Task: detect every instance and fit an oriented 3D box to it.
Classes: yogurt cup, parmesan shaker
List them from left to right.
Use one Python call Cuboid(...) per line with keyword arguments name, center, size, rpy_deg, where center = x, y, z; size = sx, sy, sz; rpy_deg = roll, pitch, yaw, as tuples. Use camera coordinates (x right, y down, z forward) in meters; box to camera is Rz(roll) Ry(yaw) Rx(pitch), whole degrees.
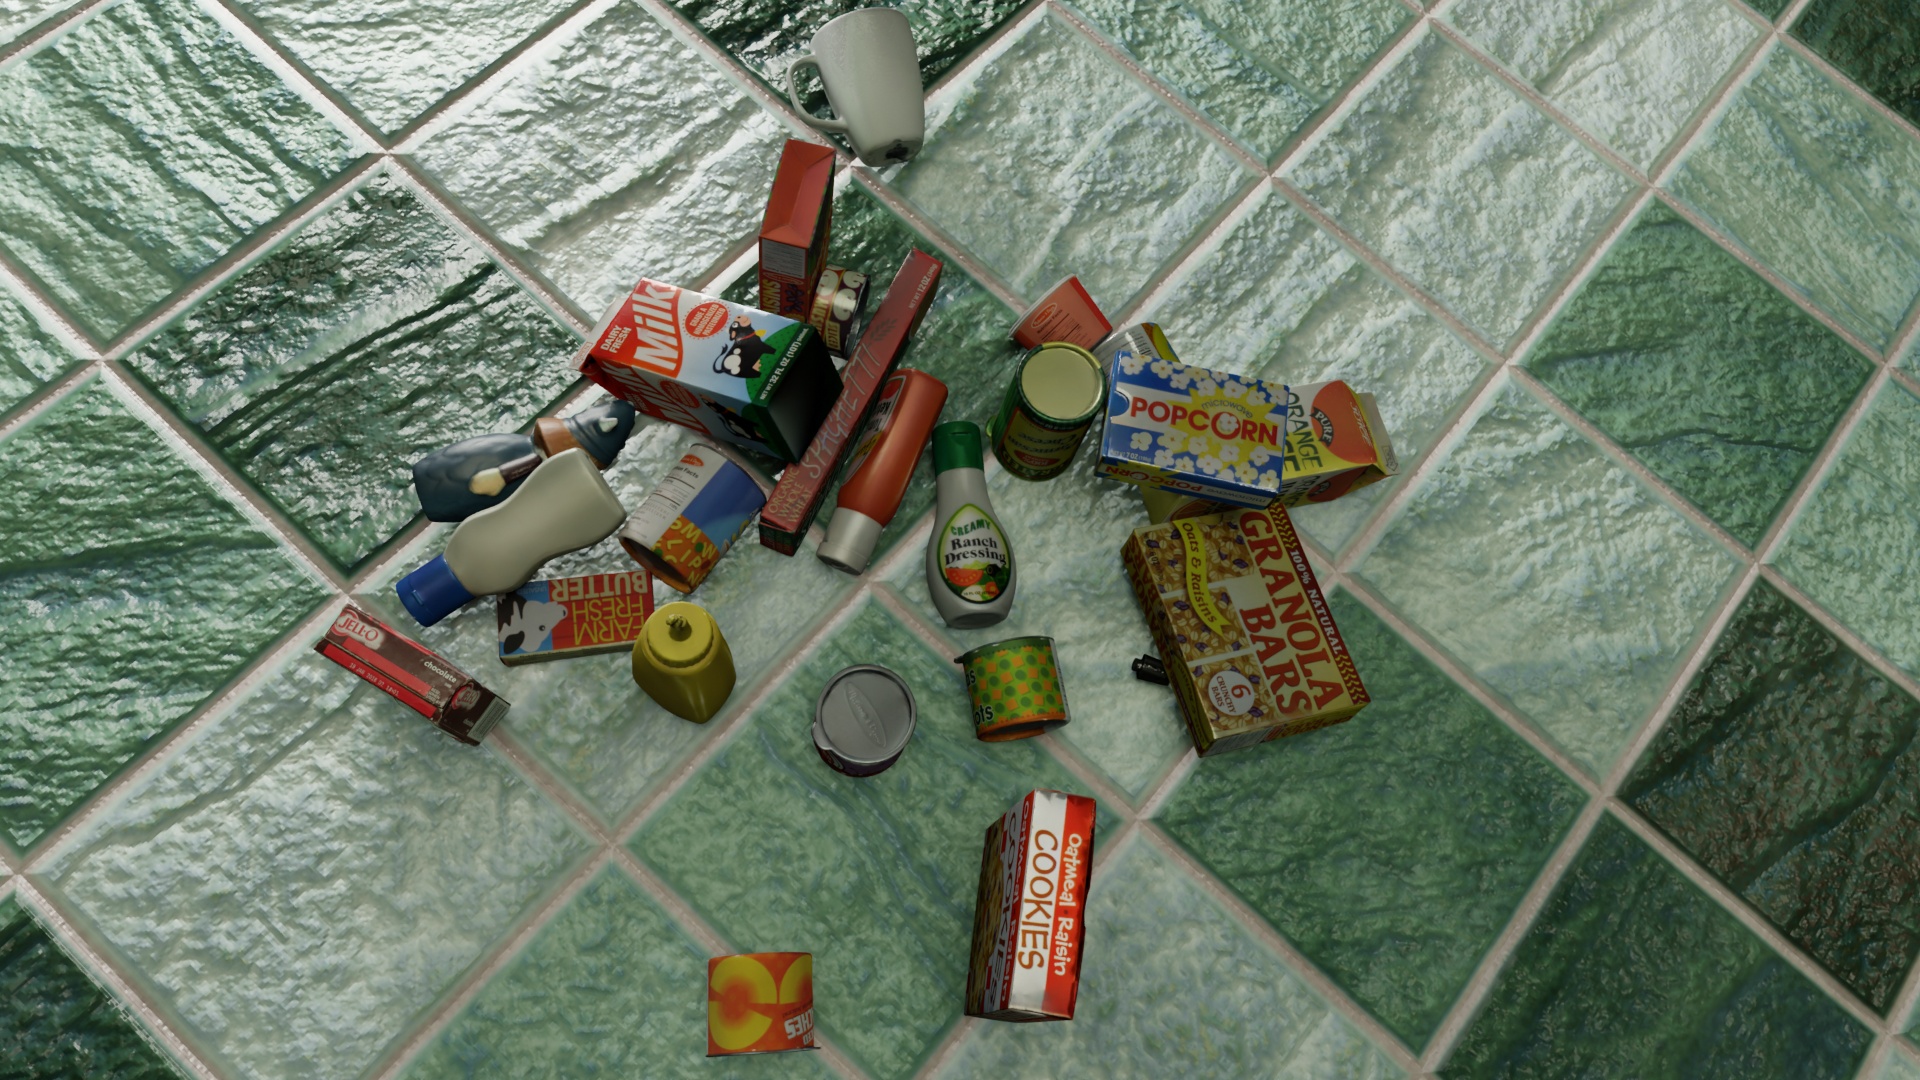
Cuboid(name="parmesan shaker", center=(0.060, -0.093, 1.005), size=(0.071, 0.102, 0.071), rpy_deg=(3, 70, -7))
Cuboid(name="yogurt cup", center=(0.079, -0.161, 1.056), size=(0.072, 0.072, 0.054), rpy_deg=(-42, 89, -20))

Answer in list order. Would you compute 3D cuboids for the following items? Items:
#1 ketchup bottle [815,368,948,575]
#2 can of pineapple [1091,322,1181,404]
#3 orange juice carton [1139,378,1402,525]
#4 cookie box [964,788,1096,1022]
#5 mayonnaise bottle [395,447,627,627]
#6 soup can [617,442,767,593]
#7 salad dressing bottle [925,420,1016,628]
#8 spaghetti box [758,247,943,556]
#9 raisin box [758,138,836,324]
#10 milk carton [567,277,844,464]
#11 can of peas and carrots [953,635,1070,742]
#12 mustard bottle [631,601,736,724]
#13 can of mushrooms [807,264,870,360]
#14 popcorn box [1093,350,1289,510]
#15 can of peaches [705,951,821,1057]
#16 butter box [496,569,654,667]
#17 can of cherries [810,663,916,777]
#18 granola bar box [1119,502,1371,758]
Cuboid(name="ketchup bottle", center=(-0.057, -0.048, 0.995), size=(0.043, 0.064, 0.149), rpy_deg=(27, 76, -16))
Cuboid(name="can of pineapple", center=(0.135, -0.123, 1.050), size=(0.071, 0.070, 0.058), rpy_deg=(-24, 75, -16))
Cuboid(name="orange juice carton", center=(0.233, -0.066, 1.038), size=(0.193, 0.072, 0.072), rpy_deg=(-10, 71, -12))
Cuboid(name="cookie box", center=(0.041, 0.227, 0.846), size=(0.040, 0.166, 0.123), rpy_deg=(10, 69, -5))
Cuboid(name="mayonnaise bottle", center=(-0.298, 0.002, 0.916), size=(0.148, 0.041, 0.064), rpy_deg=(-34, 94, -7))
Cuboid(name="soup can", center=(-0.183, -0.013, 0.960), size=(0.071, 0.071, 0.084), rpy_deg=(34, 69, 5))
Cuboid(name="salad dressing bottle", center=(0.004, -0.013, 0.998), size=(0.064, 0.043, 0.148), rpy_deg=(-3, 70, -11))
Cuboid(name="spaghetti box", center=(-0.079, -0.103, 1.017), size=(0.029, 0.050, 0.251), rpy_deg=(25, 68, 2))
Cuboid(name="raisin box", center=(-0.119, -0.221, 1.016), size=(0.040, 0.123, 0.086), rpy_deg=(12, 69, -3))
Cuboid(name="milk carton", center=(-0.187, -0.125, 0.979), size=(0.191, 0.073, 0.072), rpy_deg=(19, 67, 23))
Cuboid(name="can of peas and carrots", center=(0.036, 0.102, 0.948), size=(0.071, 0.070, 0.059), rpy_deg=(-8, 72, -11))
Cuboid(name="mustard bottle", center=(-0.175, 0.072, 0.877), size=(0.065, 0.159, 0.049), rpy_deg=(32, 67, 3))
Cuboid(name="can of mushrooms", center=(-0.091, -0.168, 1.029), size=(0.033, 0.070, 0.071), rpy_deg=(16, 68, -2))
Cuboid(name="popcorn box", center=(0.162, -0.077, 0.970), size=(0.127, 0.038, 0.085), rpy_deg=(11, 69, -3))
Cuboid(name="can of peaches", center=(-0.121, 0.285, 0.854), size=(0.071, 0.071, 0.058), rpy_deg=(-1, 69, -9))
Cuboid(name="butter box", center=(-0.260, 0.052, 0.944), size=(0.104, 0.024, 0.053), rpy_deg=(-6, 71, -11))
Cuboid(name="can of cherries", center=(-0.068, 0.122, 0.929), size=(0.071, 0.058, 0.071), rpy_deg=(3, 70, -8))
Cuboid(name="granola bar box", center=(0.200, 0.059, 0.988), size=(0.124, 0.039, 0.166), rpy_deg=(-10, 64, -17))
